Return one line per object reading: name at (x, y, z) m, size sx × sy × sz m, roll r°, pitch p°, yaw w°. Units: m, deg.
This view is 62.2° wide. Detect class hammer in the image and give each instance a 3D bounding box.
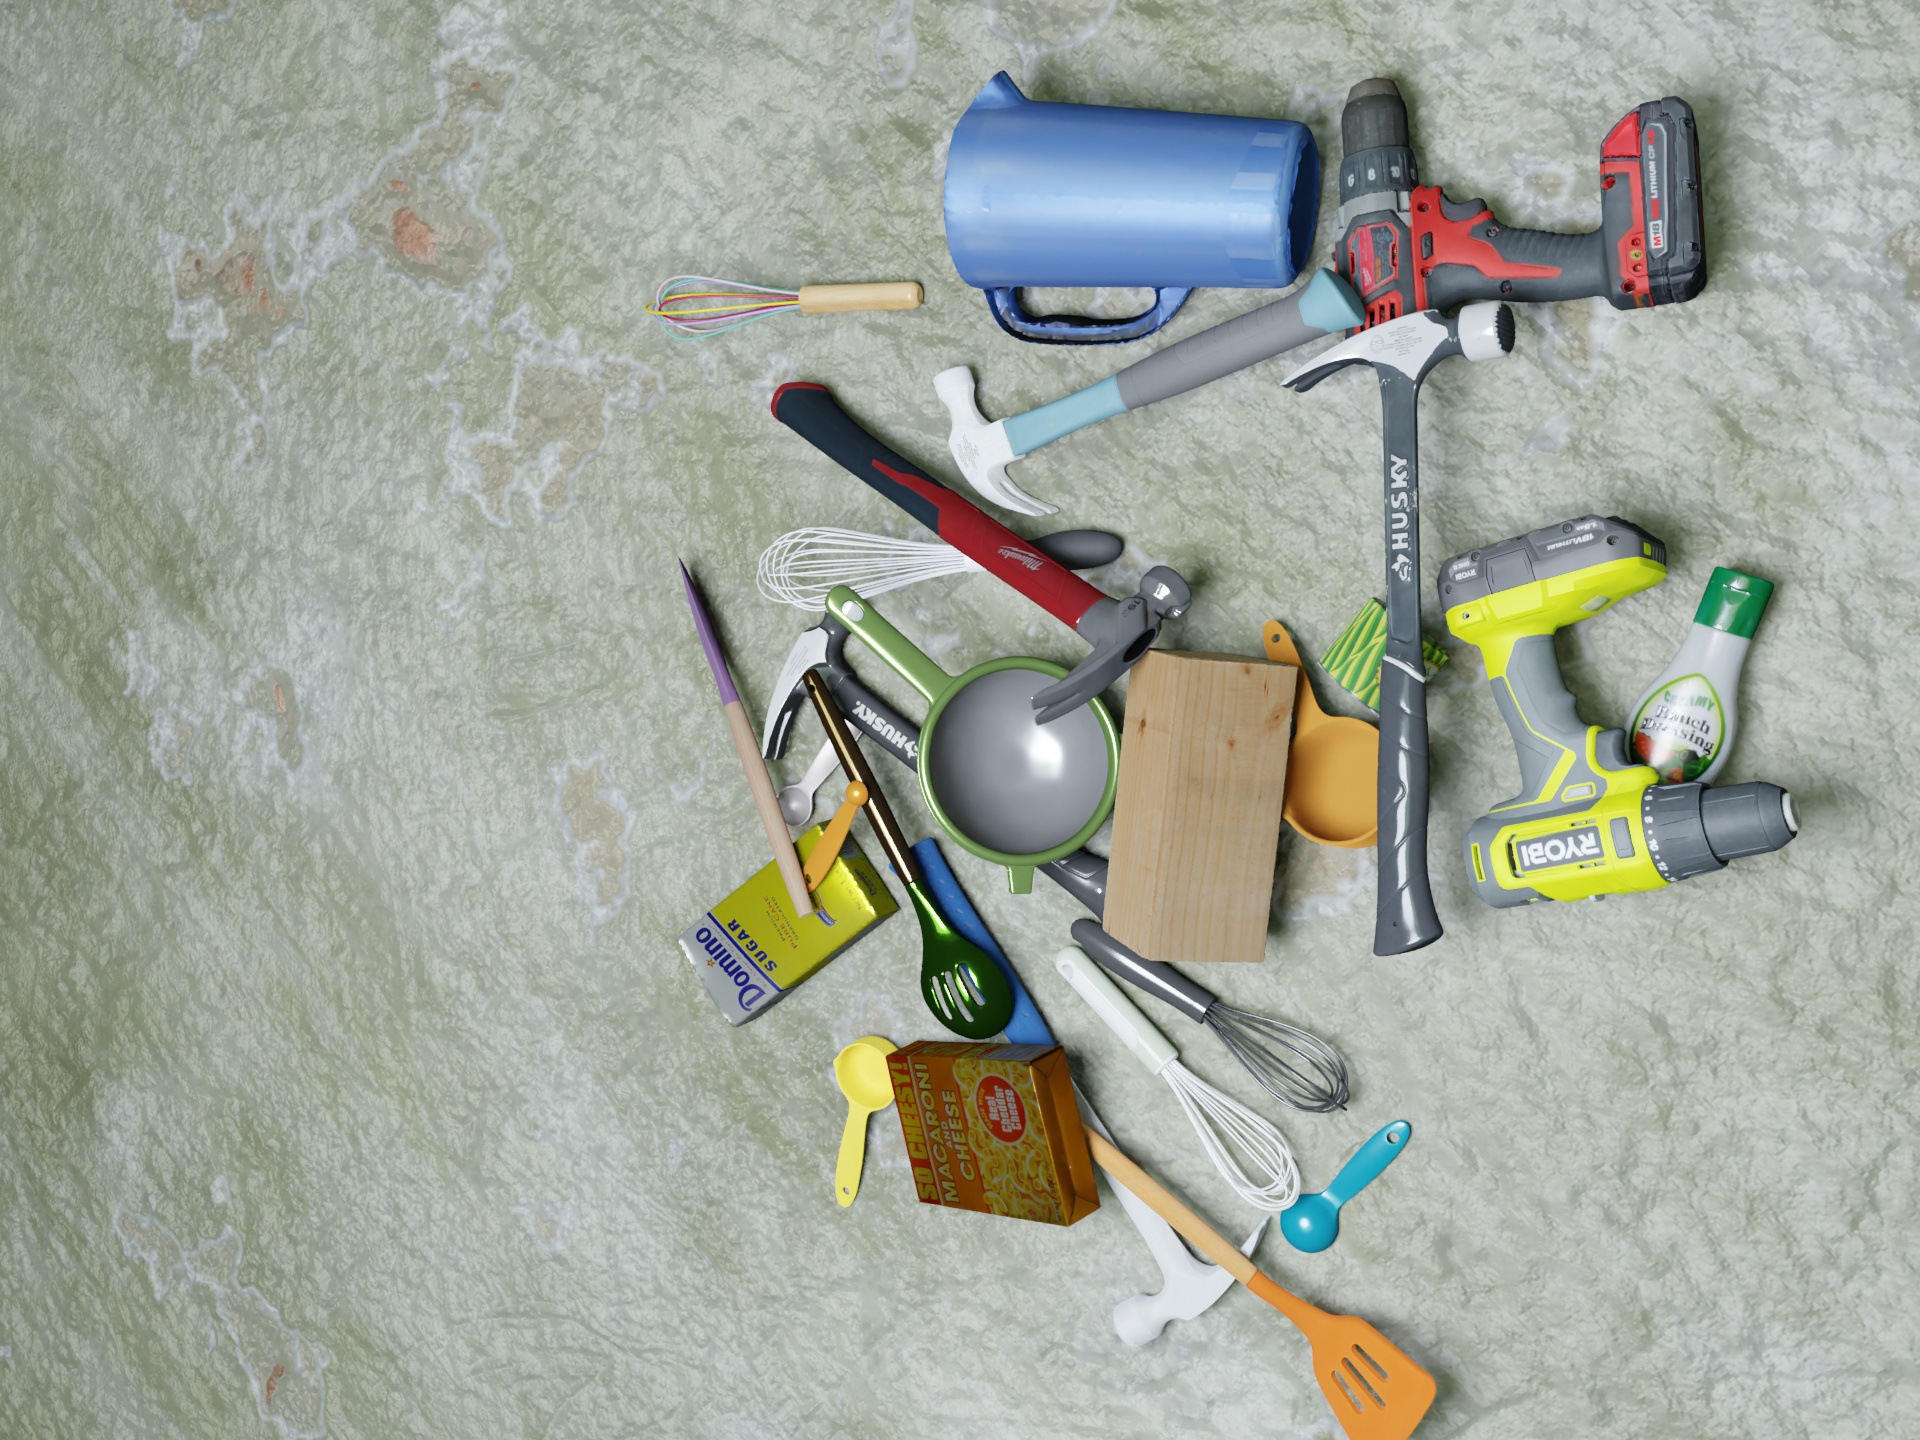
hammer at (-0.009, 0.049, 1.232) m, size 0.335 × 0.035 × 0.146 m, roll 37°, pitch 99°, yaw 17°
hammer at (0.127, -0.238, 1.121) m, size 0.331 × 0.033 × 0.128 m, roll -16°, pitch 93°, yaw 38°
hammer at (0.075, 0.264, 1.208) m, size 0.144 × 0.035 × 0.406 m, roll -39°, pitch 77°, yaw 22°
hammer at (0.278, -0.054, 1.017) m, size 0.149 × 0.036 × 0.409 m, roll -1°, pitch 88°, yaw 40°
hammer at (-0.021, -0.143, 1.167) m, size 0.143 × 0.038 × 0.387 m, roll -41°, pitch 58°, yaw -19°

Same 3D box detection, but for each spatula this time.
spatula at (-0.176, 0.011, 1.284) m, size 0.018 × 0.059 × 0.316 m, roll -20°, pitch 74°, yaw -5°
spatula at (0.184, 0.379, 1.121) m, size 0.323 × 0.041 × 0.081 m, roll 37°, pitch 108°, yaw 20°

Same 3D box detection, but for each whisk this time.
whisk at (0.156, 0.258, 1.166) m, size 0.246 × 0.059 × 0.057 m, roll 46°, pitch 137°, yaw 20°
whisk at (-0.019, -0.123, 1.207) m, size 0.284 × 0.070 × 0.070 m, roll -3°, pitch 92°, yaw 12°
whisk at (0.177, 0.211, 1.153) m, size 0.239 × 0.055 × 0.055 m, roll 31°, pitch 105°, yaw 24°
whisk at (-0.146, -0.335, 1.277) m, size 0.245 × 0.047 × 0.051 m, roll 4°, pitch 93°, yaw 22°

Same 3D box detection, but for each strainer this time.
strainer at (-0.002, -0.004, 1.156) m, size 0.256 × 0.069 × 0.151 m, roll 42°, pitch 78°, yaw -4°

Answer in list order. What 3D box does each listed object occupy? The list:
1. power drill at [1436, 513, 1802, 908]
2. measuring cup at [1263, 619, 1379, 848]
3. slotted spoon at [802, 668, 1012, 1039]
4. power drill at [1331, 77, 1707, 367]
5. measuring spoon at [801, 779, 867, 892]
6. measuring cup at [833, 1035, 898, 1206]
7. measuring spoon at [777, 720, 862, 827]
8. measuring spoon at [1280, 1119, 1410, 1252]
power drill at (0.397, -0.005, 0.986) m, size 0.190 × 0.080 × 0.229 m, roll -17°, pitch 76°, yaw 40°
measuring cup at (0.256, 0.008, 1.107) m, size 0.095 × 0.052 × 0.174 m, roll -32°, pitch 61°, yaw 27°
slotted spoon at (-0.049, 0.101, 1.215) m, size 0.070 × 0.031 × 0.314 m, roll -30°, pitch 82°, yaw 24°
power drill at (0.352, -0.337, 1.028) m, size 0.227 × 0.080 × 0.188 m, roll -4°, pitch 91°, yaw 28°
measuring spoon at (-0.102, 0.092, 1.229) m, size 0.021 × 0.011 × 0.117 m, roll 45°, pitch 123°, yaw 24°
measuring cup at (-0.078, 0.326, 1.295) m, size 0.062 × 0.029 × 0.156 m, roll 20°, pitch 113°, yaw 23°
measuring spoon at (-0.107, 0.035, 1.296) m, size 0.034 × 0.018 × 0.124 m, roll 41°, pitch 101°, yaw 17°
measuring spoon at (0.272, 0.330, 1.126) m, size 0.042 × 0.021 × 0.128 m, roll 43°, pitch 110°, yaw 17°
